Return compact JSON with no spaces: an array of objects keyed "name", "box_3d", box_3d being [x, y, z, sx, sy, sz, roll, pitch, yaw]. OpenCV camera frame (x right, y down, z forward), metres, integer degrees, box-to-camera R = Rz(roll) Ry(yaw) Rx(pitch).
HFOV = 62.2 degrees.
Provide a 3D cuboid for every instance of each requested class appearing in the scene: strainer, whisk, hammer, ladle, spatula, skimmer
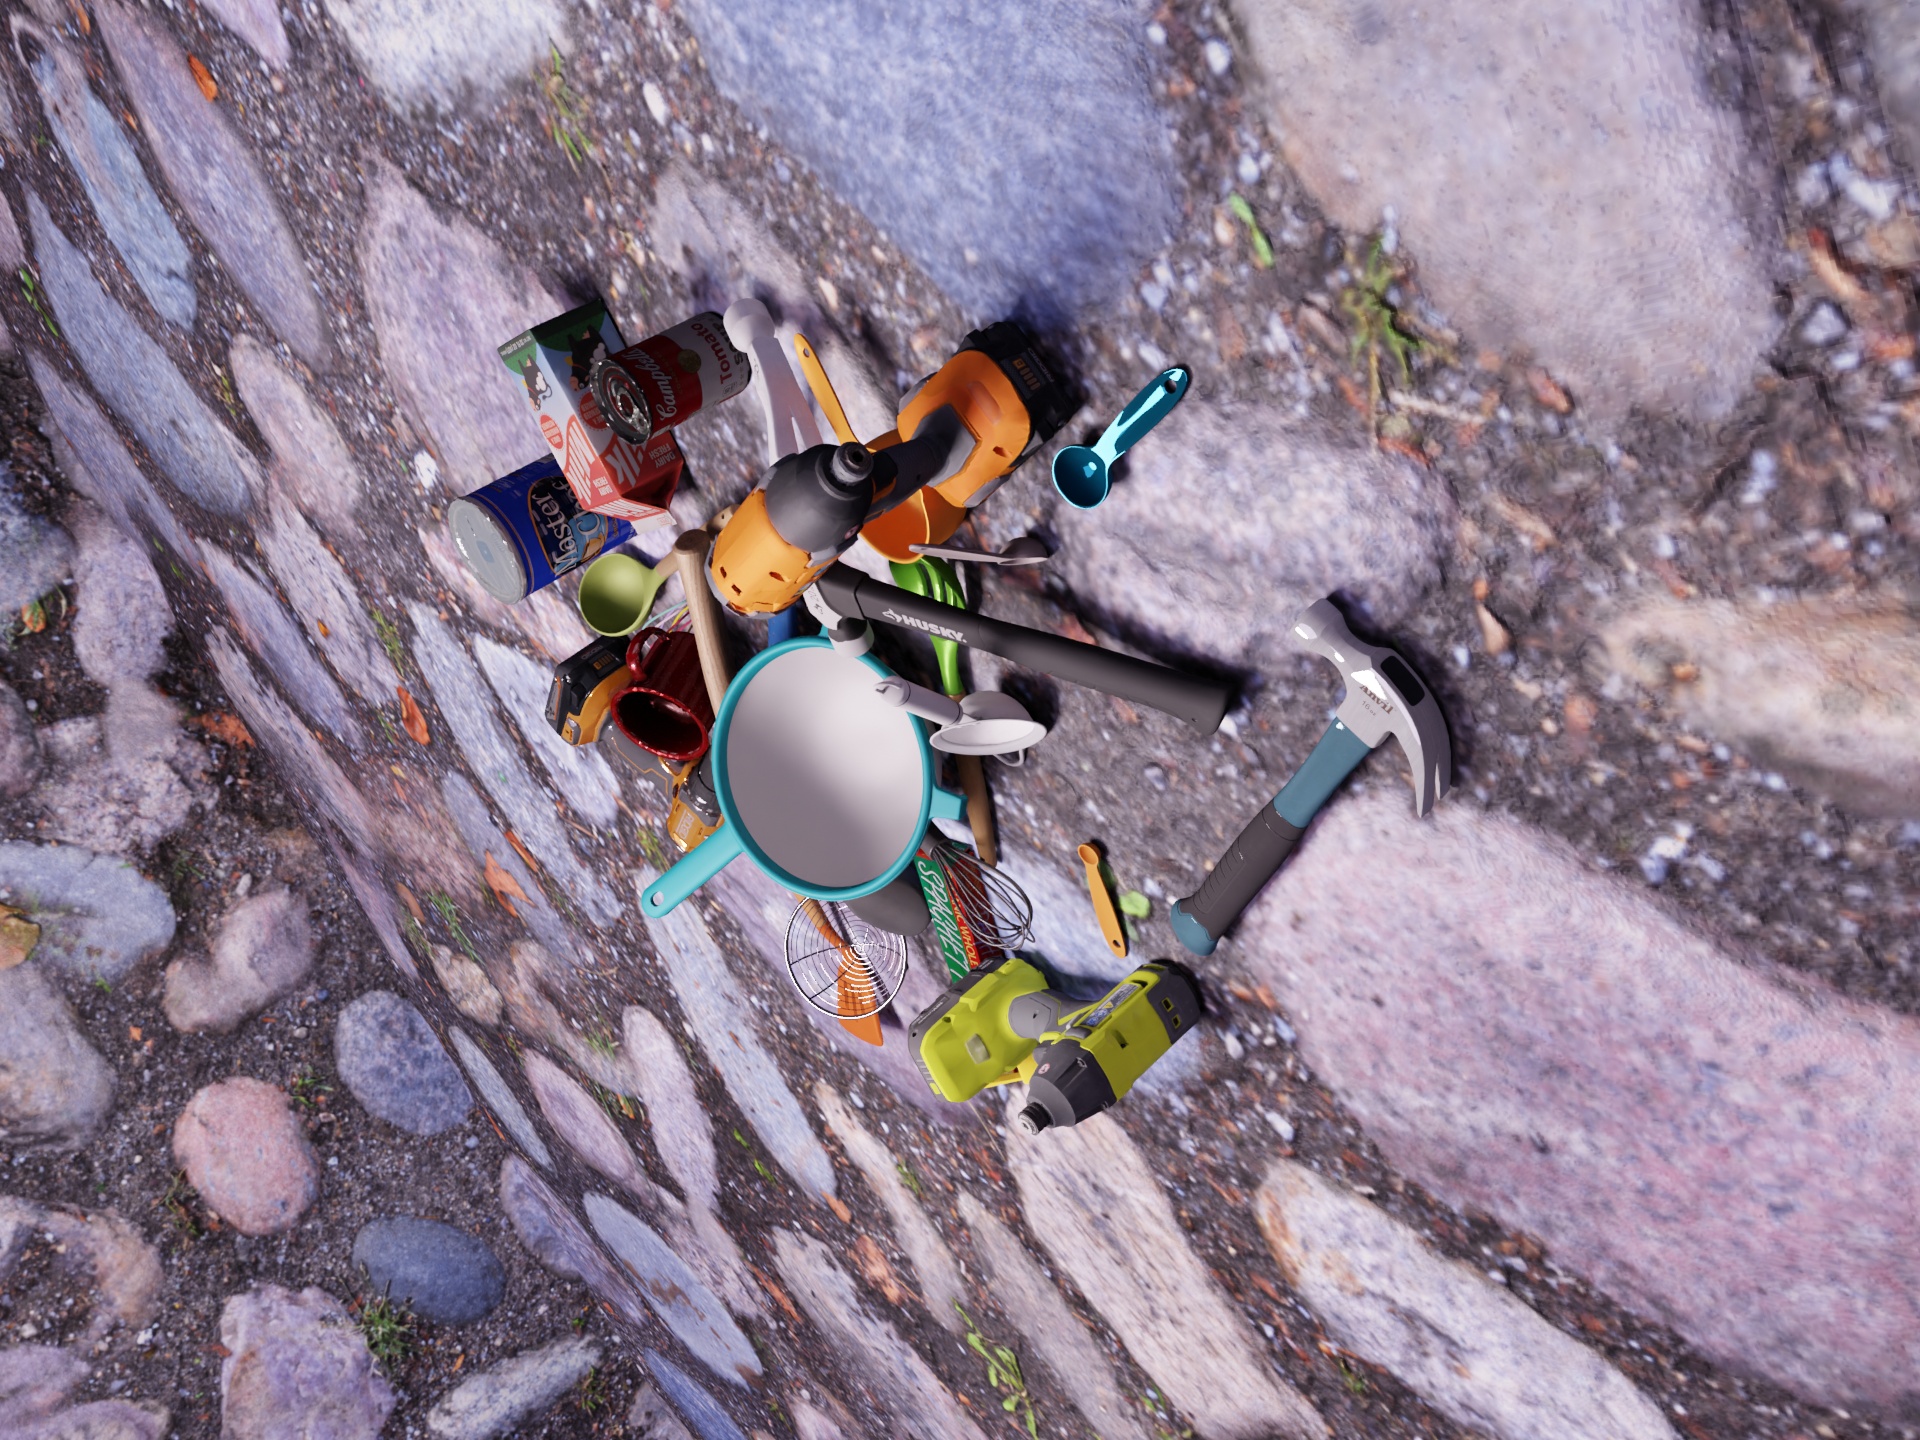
[{"name":"strainer","box_3d":[-0.004,-0.007,1.112,0.087,0.258,0.050,-11,78,19]},{"name":"whisk","box_3d":[-0.015,0.106,1.310,0.239,0.055,0.055,44,148,37]},{"name":"hammer","box_3d":[0.208,0.064,1.030,0.128,0.033,0.330,45,146,15]},{"name":"hammer","box_3d":[0.031,-0.058,1.080,0.335,0.035,0.146,19,151,27]},{"name":"strainer","box_3d":[-0.135,0.067,1.317,0.340,0.095,0.211,-38,78,30]},{"name":"hammer","box_3d":[-0.142,-0.123,1.255,0.405,0.035,0.144,95,156,-50]},{"name":"ladle","box_3d":[-0.259,-0.137,1.372,0.320,0.062,0.078,-19,77,60]},{"name":"whisk","box_3d":[-0.227,-0.110,1.401,0.051,0.047,0.245,43,143,-6]},{"name":"spatula","box_3d":[-0.153,0.186,1.555,0.081,0.041,0.322,13,137,52]},{"name":"skimmer","box_3d":[-0.140,0.121,1.419,0.127,0.090,0.362,-1,132,20]},{"name":"hammer","box_3d":[-0.201,-0.017,1.359,0.031,0.130,0.331,6,133,13]}]

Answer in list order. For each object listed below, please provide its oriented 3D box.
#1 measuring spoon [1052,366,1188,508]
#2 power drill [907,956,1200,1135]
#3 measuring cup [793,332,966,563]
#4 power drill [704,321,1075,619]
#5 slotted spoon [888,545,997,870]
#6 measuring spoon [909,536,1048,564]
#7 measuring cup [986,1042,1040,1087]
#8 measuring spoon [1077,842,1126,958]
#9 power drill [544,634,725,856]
[{"name":"measuring spoon","box_3d":[0.102,-0.175,0.964,0.042,0.021,0.128,51,138,3]},{"name":"power drill","box_3d":[0.061,0.256,1.262,0.223,0.171,0.080,-8,114,57]},{"name":"measuring cup","box_3d":[-0.056,-0.196,1.102,0.095,0.052,0.173,-14,107,55]},{"name":"power drill","box_3d":[-0.037,-0.154,0.954,0.084,0.226,0.164,54,147,-1]},{"name":"slotted spoon","box_3d":[-0.002,-0.004,1.232,0.070,0.031,0.313,22,138,39]},{"name":"measuring spoon","box_3d":[0.011,-0.115,1.041,0.034,0.124,0.018,-6,86,43]},{"name":"measuring cup","box_3d":[0.039,0.304,1.404,0.156,0.062,0.029,-22,90,38]},{"name":"measuring spoon","box_3d":[0.113,0.140,1.237,0.021,0.011,0.116,14,134,43]},{"name":"power drill","box_3d":[-0.302,0.019,1.575,0.226,0.084,0.185,44,143,7]}]
